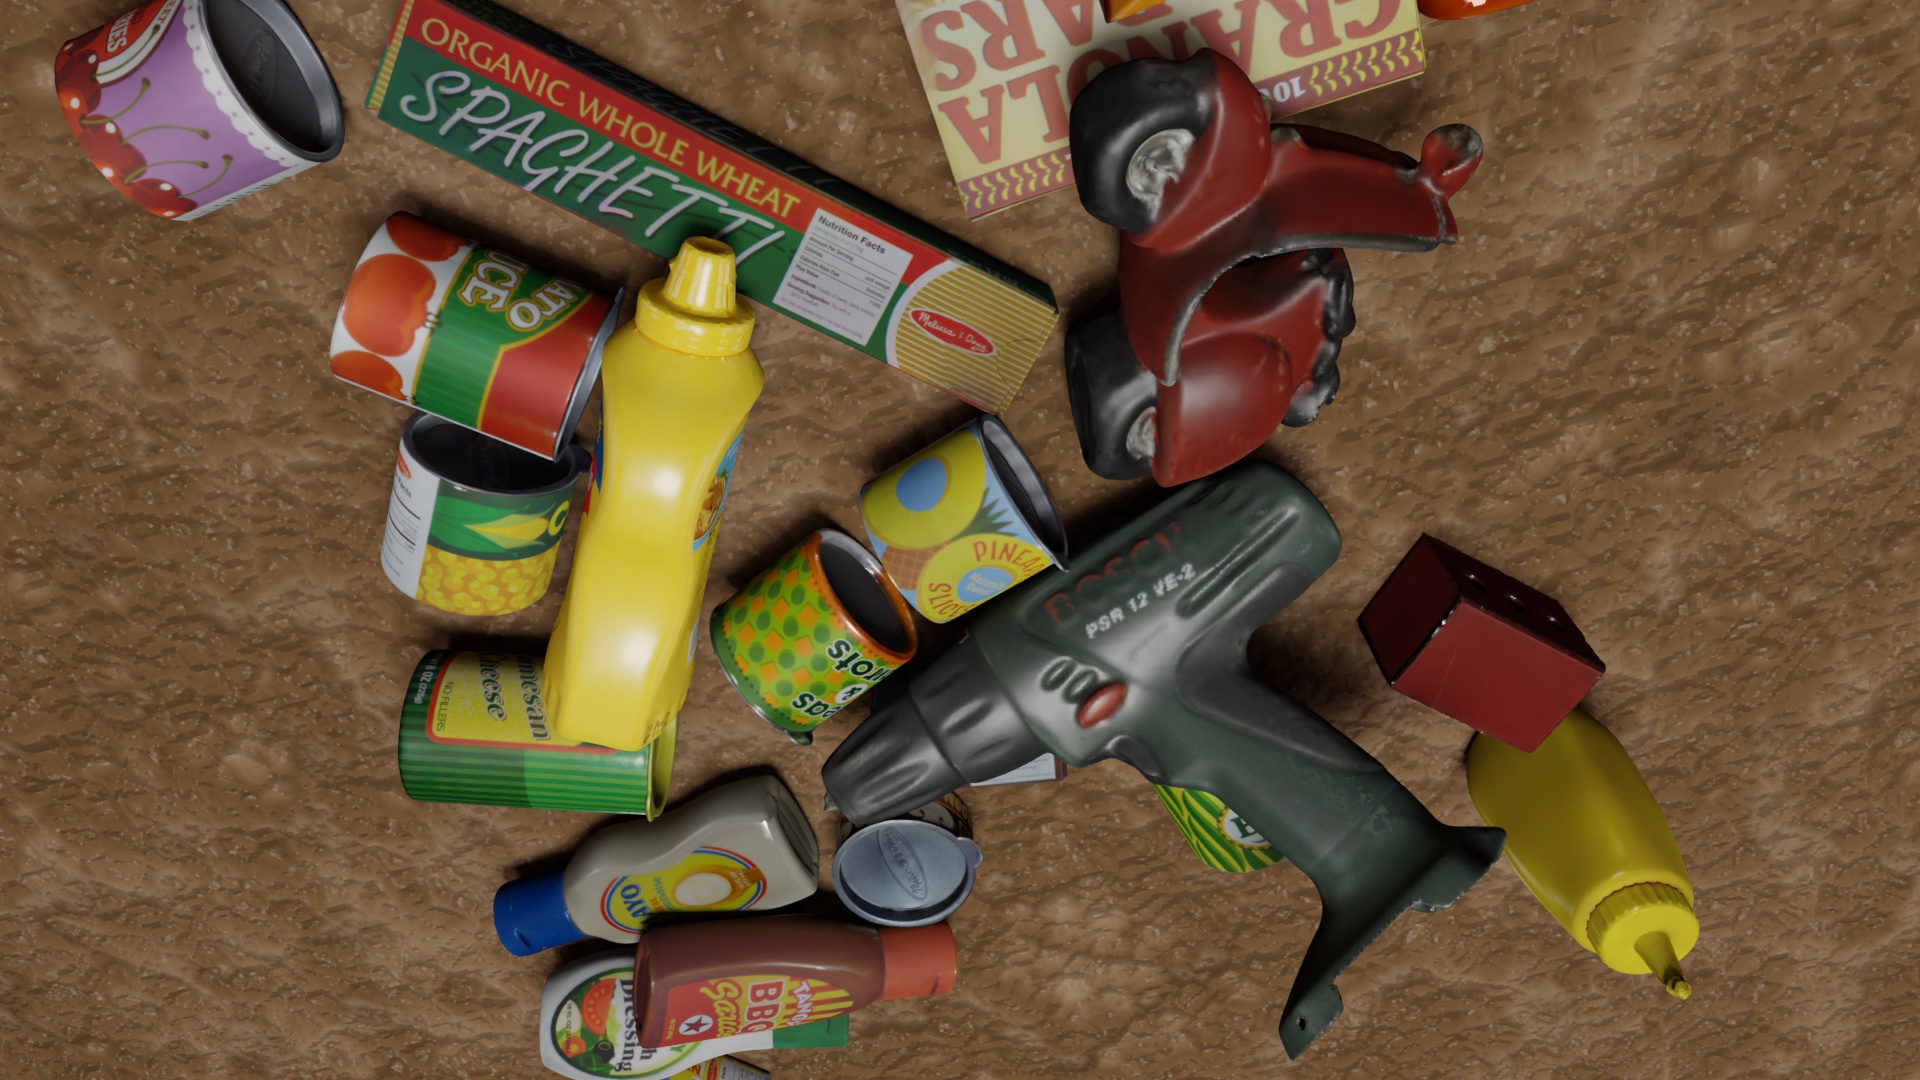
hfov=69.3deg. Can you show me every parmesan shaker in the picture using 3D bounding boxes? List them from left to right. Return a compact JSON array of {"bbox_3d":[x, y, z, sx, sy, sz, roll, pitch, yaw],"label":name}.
[{"bbox_3d":[-0.178,0.084,0.592,0.103,0.071,0.071,4,119,-3],"label":"parmesan shaker"}]

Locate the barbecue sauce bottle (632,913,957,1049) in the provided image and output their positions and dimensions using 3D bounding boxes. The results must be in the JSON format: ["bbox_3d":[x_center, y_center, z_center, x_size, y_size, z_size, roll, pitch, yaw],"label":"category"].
[{"bbox_3d":[-0.076,0.203,0.657,0.149,0.044,0.064,0,131,-22],"label":"barbecue sauce bottle"}]

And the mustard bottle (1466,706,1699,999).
[{"bbox_3d":[0.263,0.130,0.578,0.049,0.161,0.065,25,117,-16],"label":"mustard bottle"}]

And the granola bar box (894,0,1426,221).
[{"bbox_3d":[0.061,-0.193,0.464,0.165,0.039,0.123,-17,118,8],"label":"granola bar box"}]

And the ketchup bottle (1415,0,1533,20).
[{"bbox_3d":[0.164,-0.246,0.435,0.065,0.044,0.148,-21,117,-3],"label":"ketchup bottle"}]

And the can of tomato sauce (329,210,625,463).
[{"bbox_3d":[-0.175,-0.076,0.508,0.083,0.071,0.071,21,116,-12],"label":"can of tomato sauce"}]

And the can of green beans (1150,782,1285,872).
[{"bbox_3d":[0.119,0.103,0.612,0.071,0.071,0.057,-26,117,13],"label":"can of green beans"}]

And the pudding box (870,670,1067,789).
[{"bbox_3d":[0.004,0.083,0.620,0.084,0.030,0.049,-6,120,2],"label":"pudding box"}]

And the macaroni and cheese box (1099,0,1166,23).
[{"bbox_3d":[0.073,-0.253,0.394,0.124,0.040,0.166,-19,93,8],"label":"macaroni and cheese box"}]

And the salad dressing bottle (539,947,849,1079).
[{"bbox_3d":[-0.130,0.234,0.689,0.148,0.044,0.064,1,84,-8],"label":"salad dressing bottle"}]

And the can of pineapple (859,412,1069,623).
[{"bbox_3d":[0.002,-0.007,0.548,0.058,0.071,0.071,-30,115,15],"label":"can of pineapple"}]

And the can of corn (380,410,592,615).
[{"bbox_3d":[-0.186,-0.012,0.544,0.071,0.071,0.058,17,118,-10],"label":"can of corn"}]

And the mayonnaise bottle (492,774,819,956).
[{"bbox_3d":[-0.144,0.158,0.651,0.148,0.041,0.064,-19,122,8],"label":"mayonnaise bottle"}]

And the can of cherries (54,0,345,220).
[{"bbox_3d":[-0.254,-0.150,0.465,0.058,0.072,0.071,-19,118,10],"label":"can of cherries"}]

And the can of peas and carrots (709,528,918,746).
[{"bbox_3d":[-0.059,0.039,0.571,0.058,0.071,0.071,-37,113,17],"label":"can of peas and carrots"}]

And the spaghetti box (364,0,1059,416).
[{"bbox_3d":[-0.083,-0.122,0.506,0.250,0.029,0.050,24,116,-14],"label":"spaghetti box"}]

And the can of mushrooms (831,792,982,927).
[{"bbox_3d":[-0.024,0.146,0.652,0.071,0.033,0.070,0,118,-1],"label":"can of mushrooms"}]

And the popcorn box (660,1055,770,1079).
[{"bbox_3d":[-0.169,0.321,0.743,0.085,0.038,0.126,29,114,-17],"label":"popcorn box"}]
